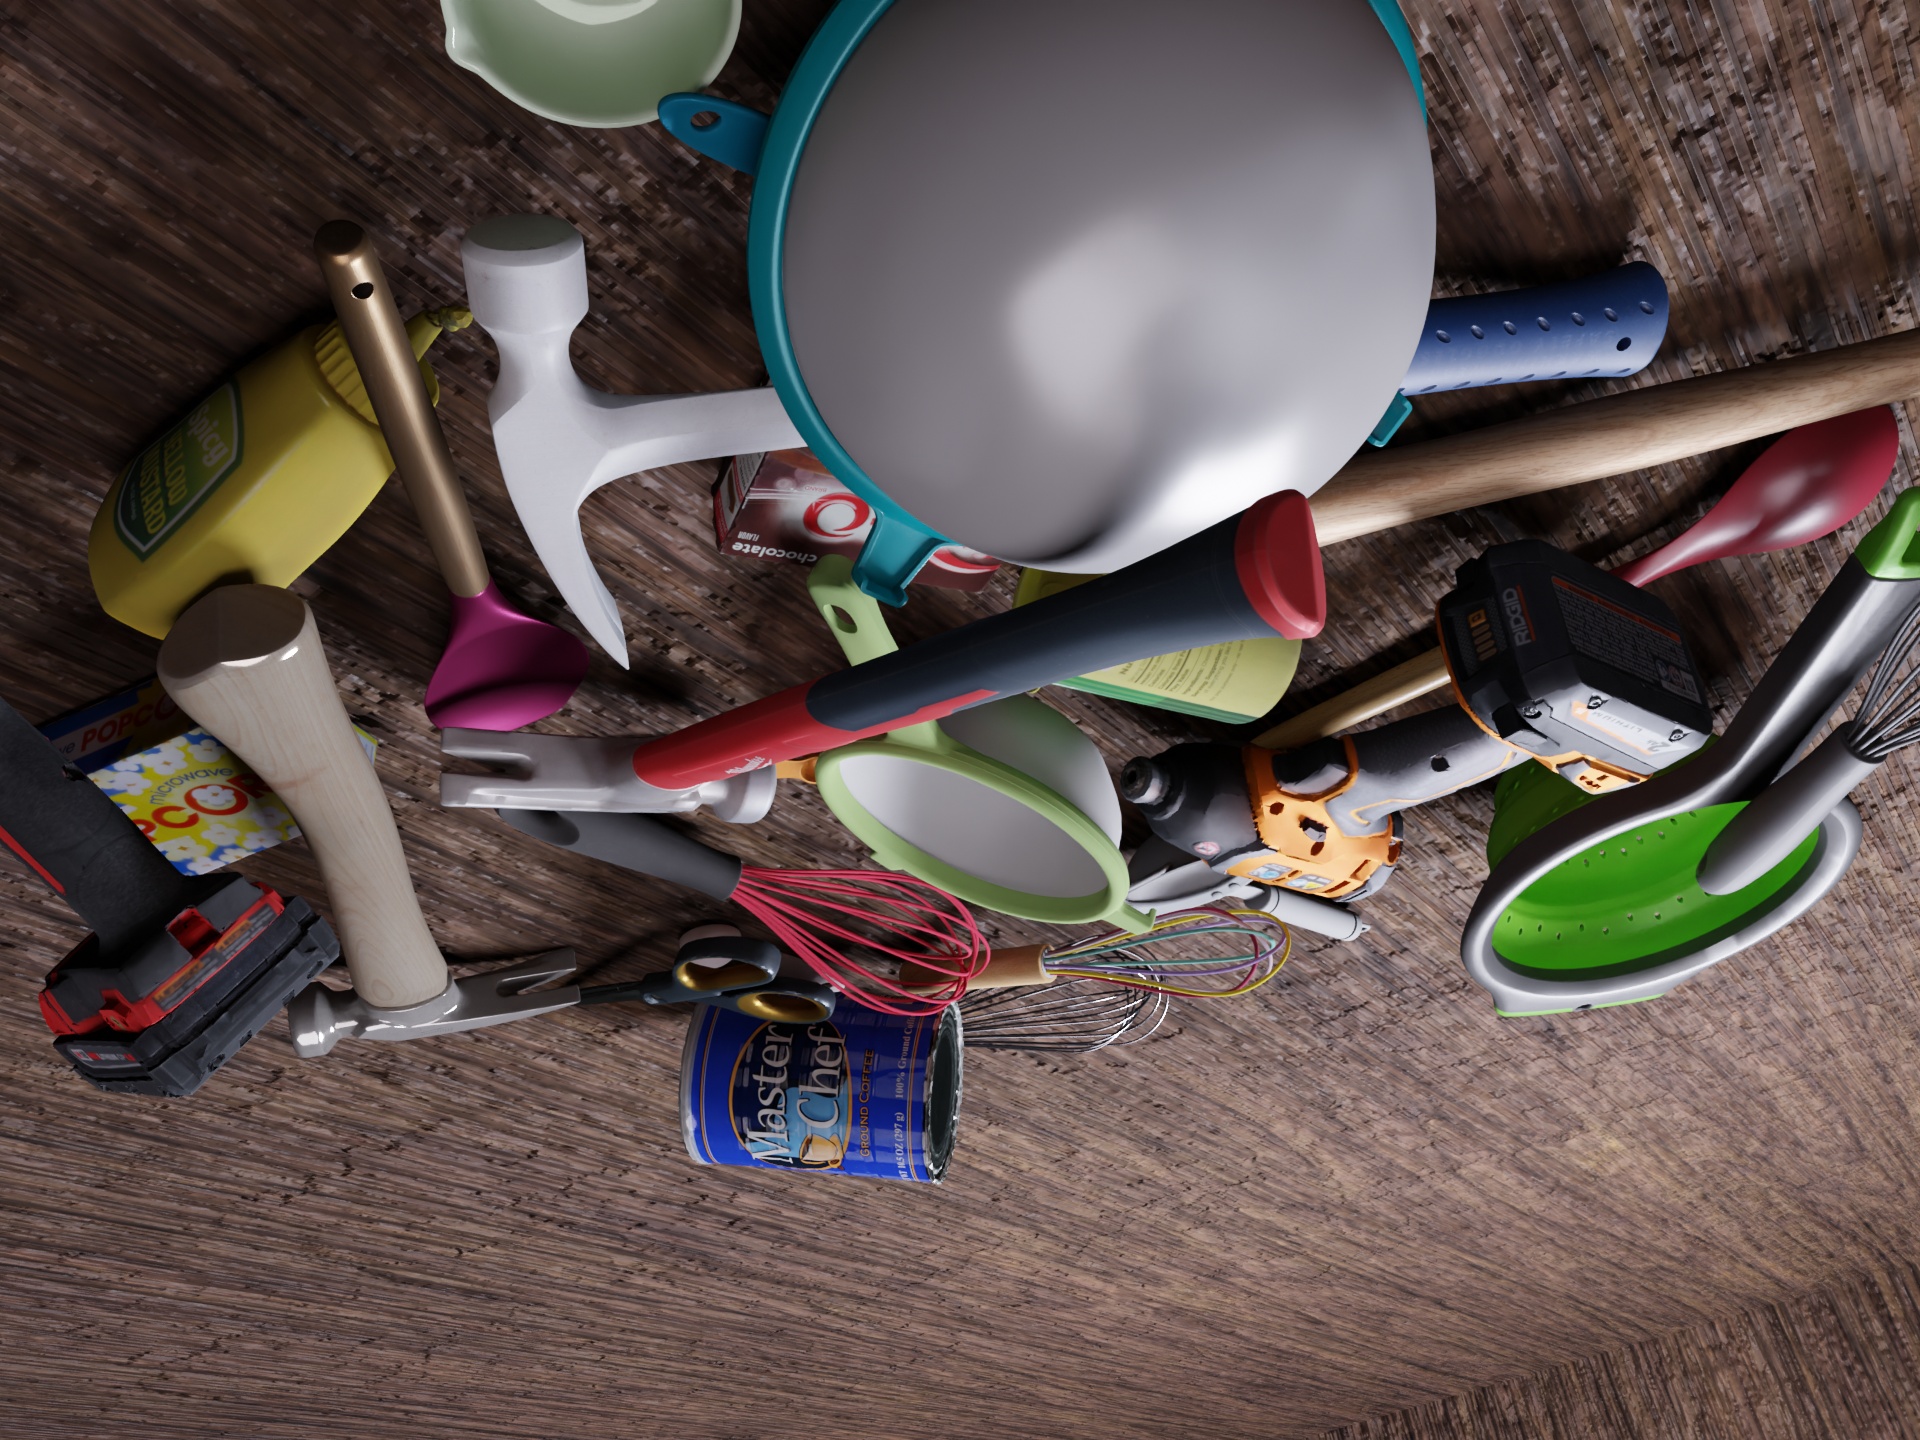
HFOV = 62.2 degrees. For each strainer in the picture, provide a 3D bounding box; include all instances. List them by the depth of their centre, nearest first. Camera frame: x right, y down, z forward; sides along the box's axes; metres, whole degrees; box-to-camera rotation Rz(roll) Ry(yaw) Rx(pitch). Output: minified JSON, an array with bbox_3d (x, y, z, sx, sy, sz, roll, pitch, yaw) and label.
[{"bbox_3d":[0.043,-0.163,0.397,0.211,0.095,0.340,-19,133,-7],"label":"strainer"},{"bbox_3d":[-0.001,-0.002,0.682,0.151,0.069,0.256,12,150,27],"label":"strainer"},{"bbox_3d":[0.164,0.097,0.898,0.087,0.050,0.258,-31,146,32],"label":"strainer"}]

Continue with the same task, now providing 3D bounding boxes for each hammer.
[{"bbox_3d":[-0.043,-0.008,0.529,0.143,0.038,0.386,5,167,-36],"label":"hammer"},{"bbox_3d":[0.053,-0.109,0.533,0.405,0.035,0.144,-9,130,-15],"label":"hammer"},{"bbox_3d":[0.295,-0.119,0.619,0.331,0.031,0.129,-13,130,9],"label":"hammer"},{"bbox_3d":[-0.247,0.062,0.683,0.146,0.038,0.410,-8,154,-15],"label":"hammer"}]

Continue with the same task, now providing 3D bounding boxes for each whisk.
[{"bbox_3d":[0.382,0.013,0.674,0.055,0.055,0.238,-1,145,-13],"label":"whisk"},{"bbox_3d":[-0.102,0.086,0.803,0.295,0.073,0.073,27,131,-32],"label":"whisk"},{"bbox_3d":[0.065,0.134,0.871,0.245,0.047,0.051,-11,162,34],"label":"whisk"},{"bbox_3d":[-0.012,0.185,0.967,0.284,0.070,0.070,-14,145,15],"label":"whisk"}]

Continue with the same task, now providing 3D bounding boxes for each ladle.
[{"bbox_3d":[0.270,-0.050,0.731,0.315,0.031,0.069,-28,136,26],"label":"ladle"}]

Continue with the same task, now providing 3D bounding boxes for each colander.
[{"bbox_3d":[0.356,0.009,0.777,0.204,0.095,0.396,-5,142,-8],"label":"colander"}]

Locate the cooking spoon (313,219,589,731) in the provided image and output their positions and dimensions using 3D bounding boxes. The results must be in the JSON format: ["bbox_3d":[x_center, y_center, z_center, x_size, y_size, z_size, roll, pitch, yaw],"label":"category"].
[{"bbox_3d":[-0.175,-0.061,0.550,0.069,0.017,0.318,-23,162,-15],"label":"cooking spoon"}]

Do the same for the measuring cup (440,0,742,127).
[{"bbox_3d":[-0.110,-0.223,0.380,0.083,0.038,0.167,-17,142,10],"label":"measuring cup"}]

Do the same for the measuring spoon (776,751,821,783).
[{"bbox_3d":[-0.115,0.017,0.742,0.117,0.011,0.021,4,135,-14],"label":"measuring spoon"}]

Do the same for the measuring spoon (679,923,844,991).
[{"bbox_3d":[-0.109,0.143,0.910,0.034,0.018,0.124,-32,141,27],"label":"measuring spoon"}]

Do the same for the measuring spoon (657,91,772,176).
[{"bbox_3d":[-0.035,-0.167,0.470,0.128,0.021,0.042,6,153,-43],"label":"measuring spoon"}]

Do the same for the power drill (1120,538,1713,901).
[{"bbox_3d":[0.190,0.011,0.713,0.164,0.084,0.226,16,146,-34],"label":"power drill"}]

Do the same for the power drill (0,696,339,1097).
[{"bbox_3d":[-0.341,0.031,0.572,0.143,0.078,0.219,-11,120,45],"label":"power drill"}]
